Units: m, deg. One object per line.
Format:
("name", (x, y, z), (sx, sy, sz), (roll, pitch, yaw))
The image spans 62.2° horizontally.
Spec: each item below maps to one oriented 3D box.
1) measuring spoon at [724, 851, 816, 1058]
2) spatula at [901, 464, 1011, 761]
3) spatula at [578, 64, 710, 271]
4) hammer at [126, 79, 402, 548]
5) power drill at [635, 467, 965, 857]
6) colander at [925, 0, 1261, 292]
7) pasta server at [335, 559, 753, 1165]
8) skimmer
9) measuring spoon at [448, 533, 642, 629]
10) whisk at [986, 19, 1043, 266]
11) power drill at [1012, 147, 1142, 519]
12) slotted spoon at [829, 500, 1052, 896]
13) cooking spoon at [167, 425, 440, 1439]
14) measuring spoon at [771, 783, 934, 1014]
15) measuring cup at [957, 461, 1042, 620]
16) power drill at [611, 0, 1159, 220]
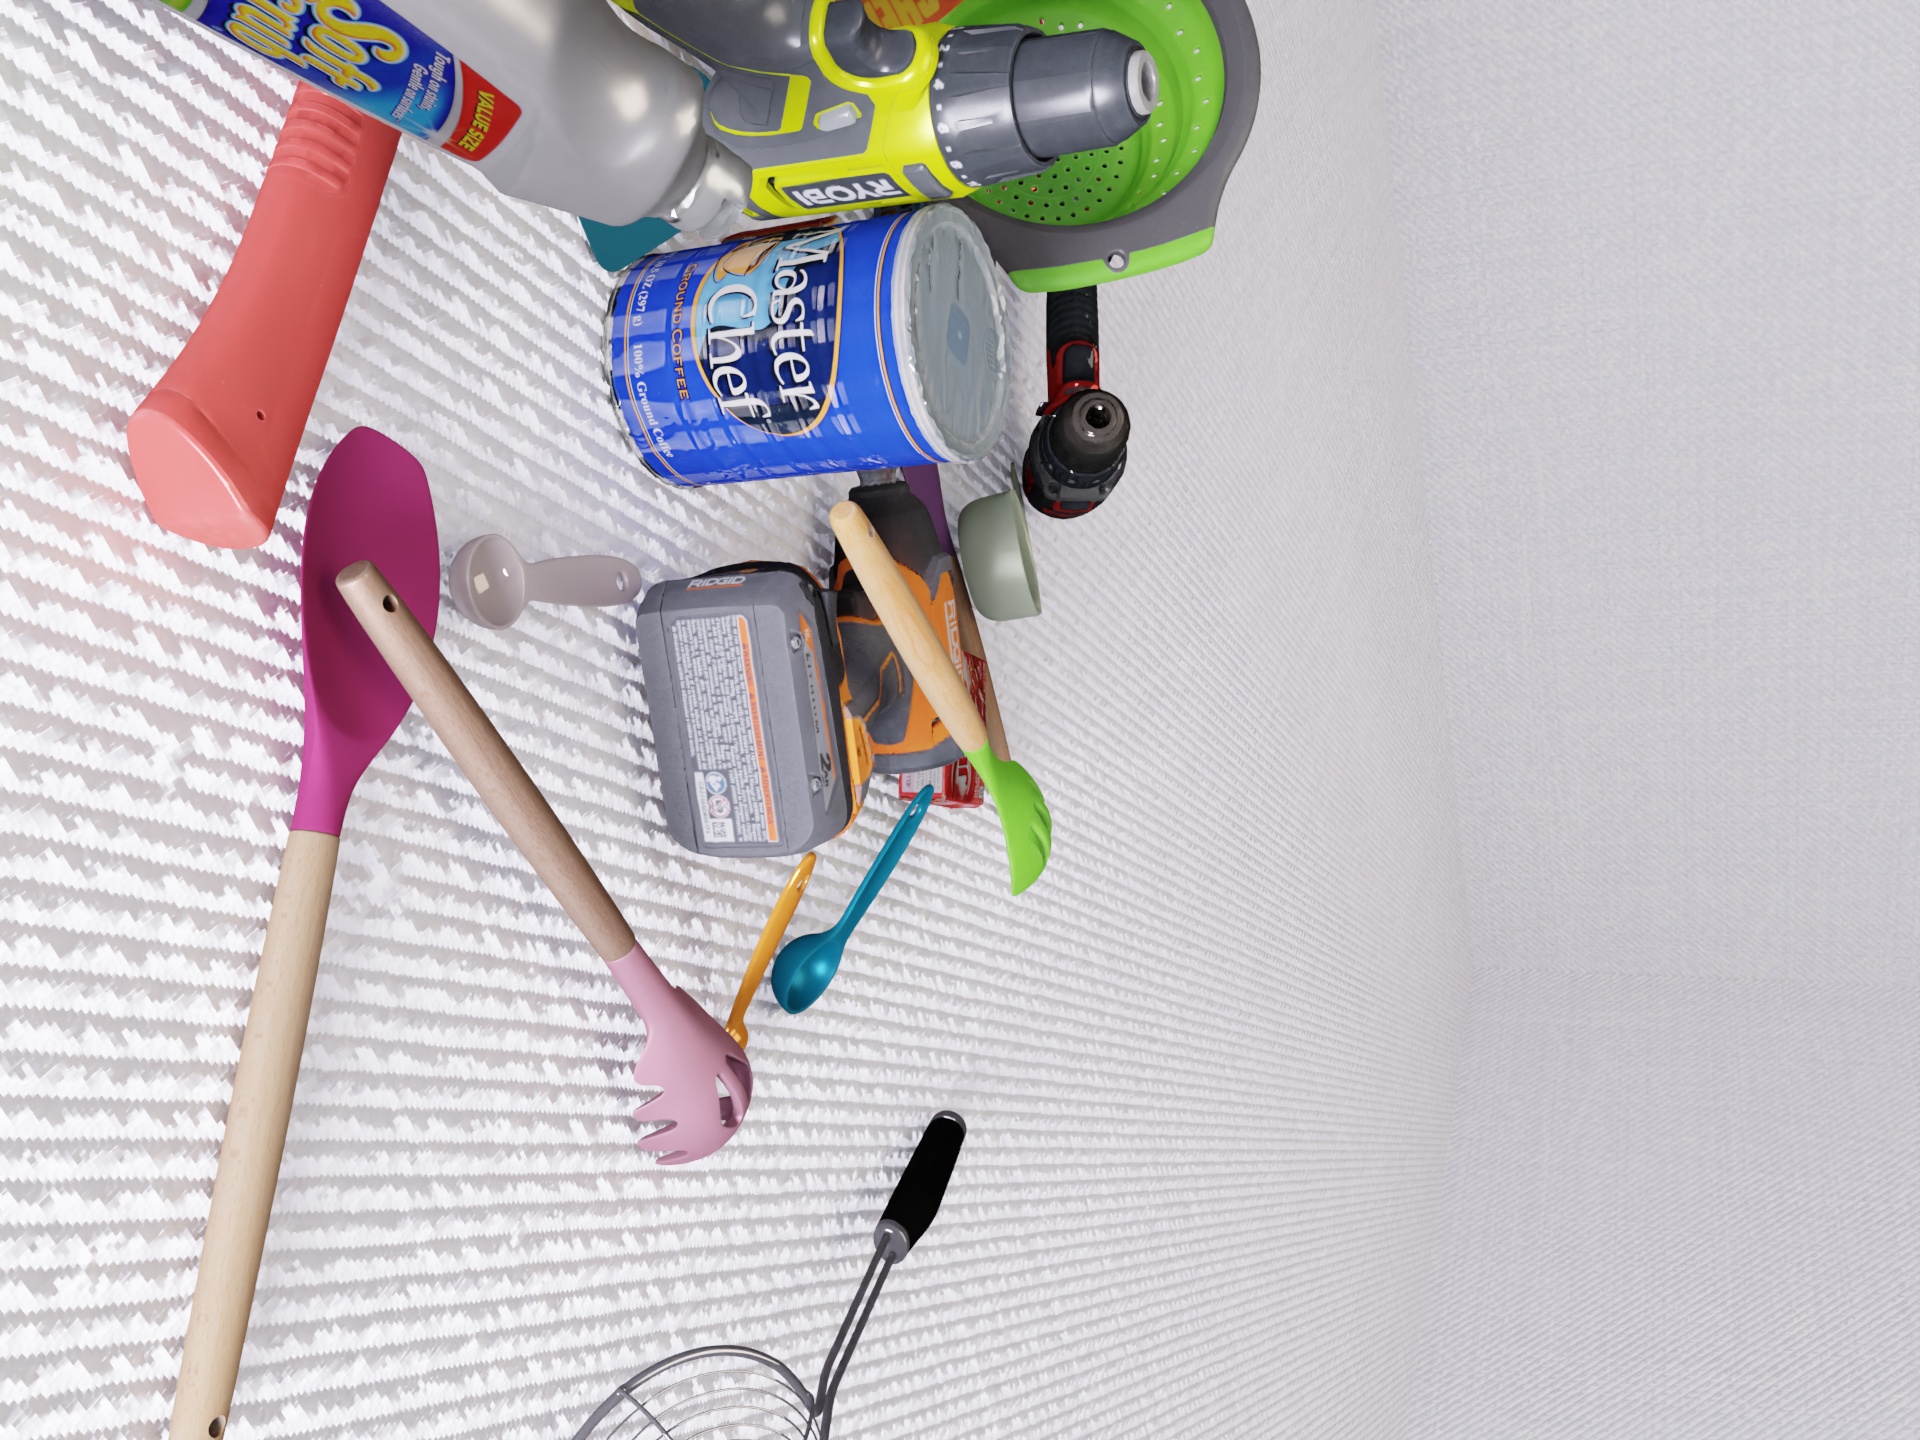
("measuring spoon", (-0.083, 0.105, 0.693), (0.021, 0.011, 0.117), (-31, 150, -60))
("spatula", (-0.003, -0.076, 0.943), (0.060, 0.018, 0.315), (-62, 142, -56))
("spatula", (-0.093, -0.295, 0.753), (0.318, 0.044, 0.082), (-61, 141, -56))
("hammer", (-0.187, -0.217, 0.525), (0.149, 0.037, 0.359), (44, 49, -57))
("power drill", (-0.061, -0.038, 0.744), (0.226, 0.084, 0.164), (-34, 120, -67))
("colander", (0.031, -0.407, 0.862), (0.094, 0.204, 0.397), (104, -27, -82))
("pasta server", (-0.146, 0.067, 0.594), (0.060, 0.040, 0.315), (-68, 146, -41))
("skimmer", (-0.077, 0.280, 0.751), (0.363, 0.090, 0.127), (-47, 129, -70))
("measuring spoon", (-0.158, -0.053, 0.611), (0.124, 0.018, 0.034), (-16, 103, -72))
("whisk", (0.012, -0.304, 0.947), (0.073, 0.073, 0.296), (-18, 112, -65))
("power drill", (0.075, -0.245, 0.986), (0.188, 0.080, 0.227), (134, -42, -86))
("slotted spoon", (-0.001, -0.002, 0.758), (0.313, 0.031, 0.070), (61, 27, -54))
("cooking spoon", (-0.205, 0.060, 0.491), (0.068, 0.017, 0.319), (42, 51, -66))
("measuring spoon", (-0.054, 0.082, 0.768), (0.128, 0.021, 0.042), (-58, 157, -9))
("measuring cup", (0.022, -0.119, 0.981), (0.168, 0.038, 0.083), (-91, 166, -58))
("power drill", (-0.052, -0.255, 0.560), (0.228, 0.190, 0.080), (22, 74, -59))
